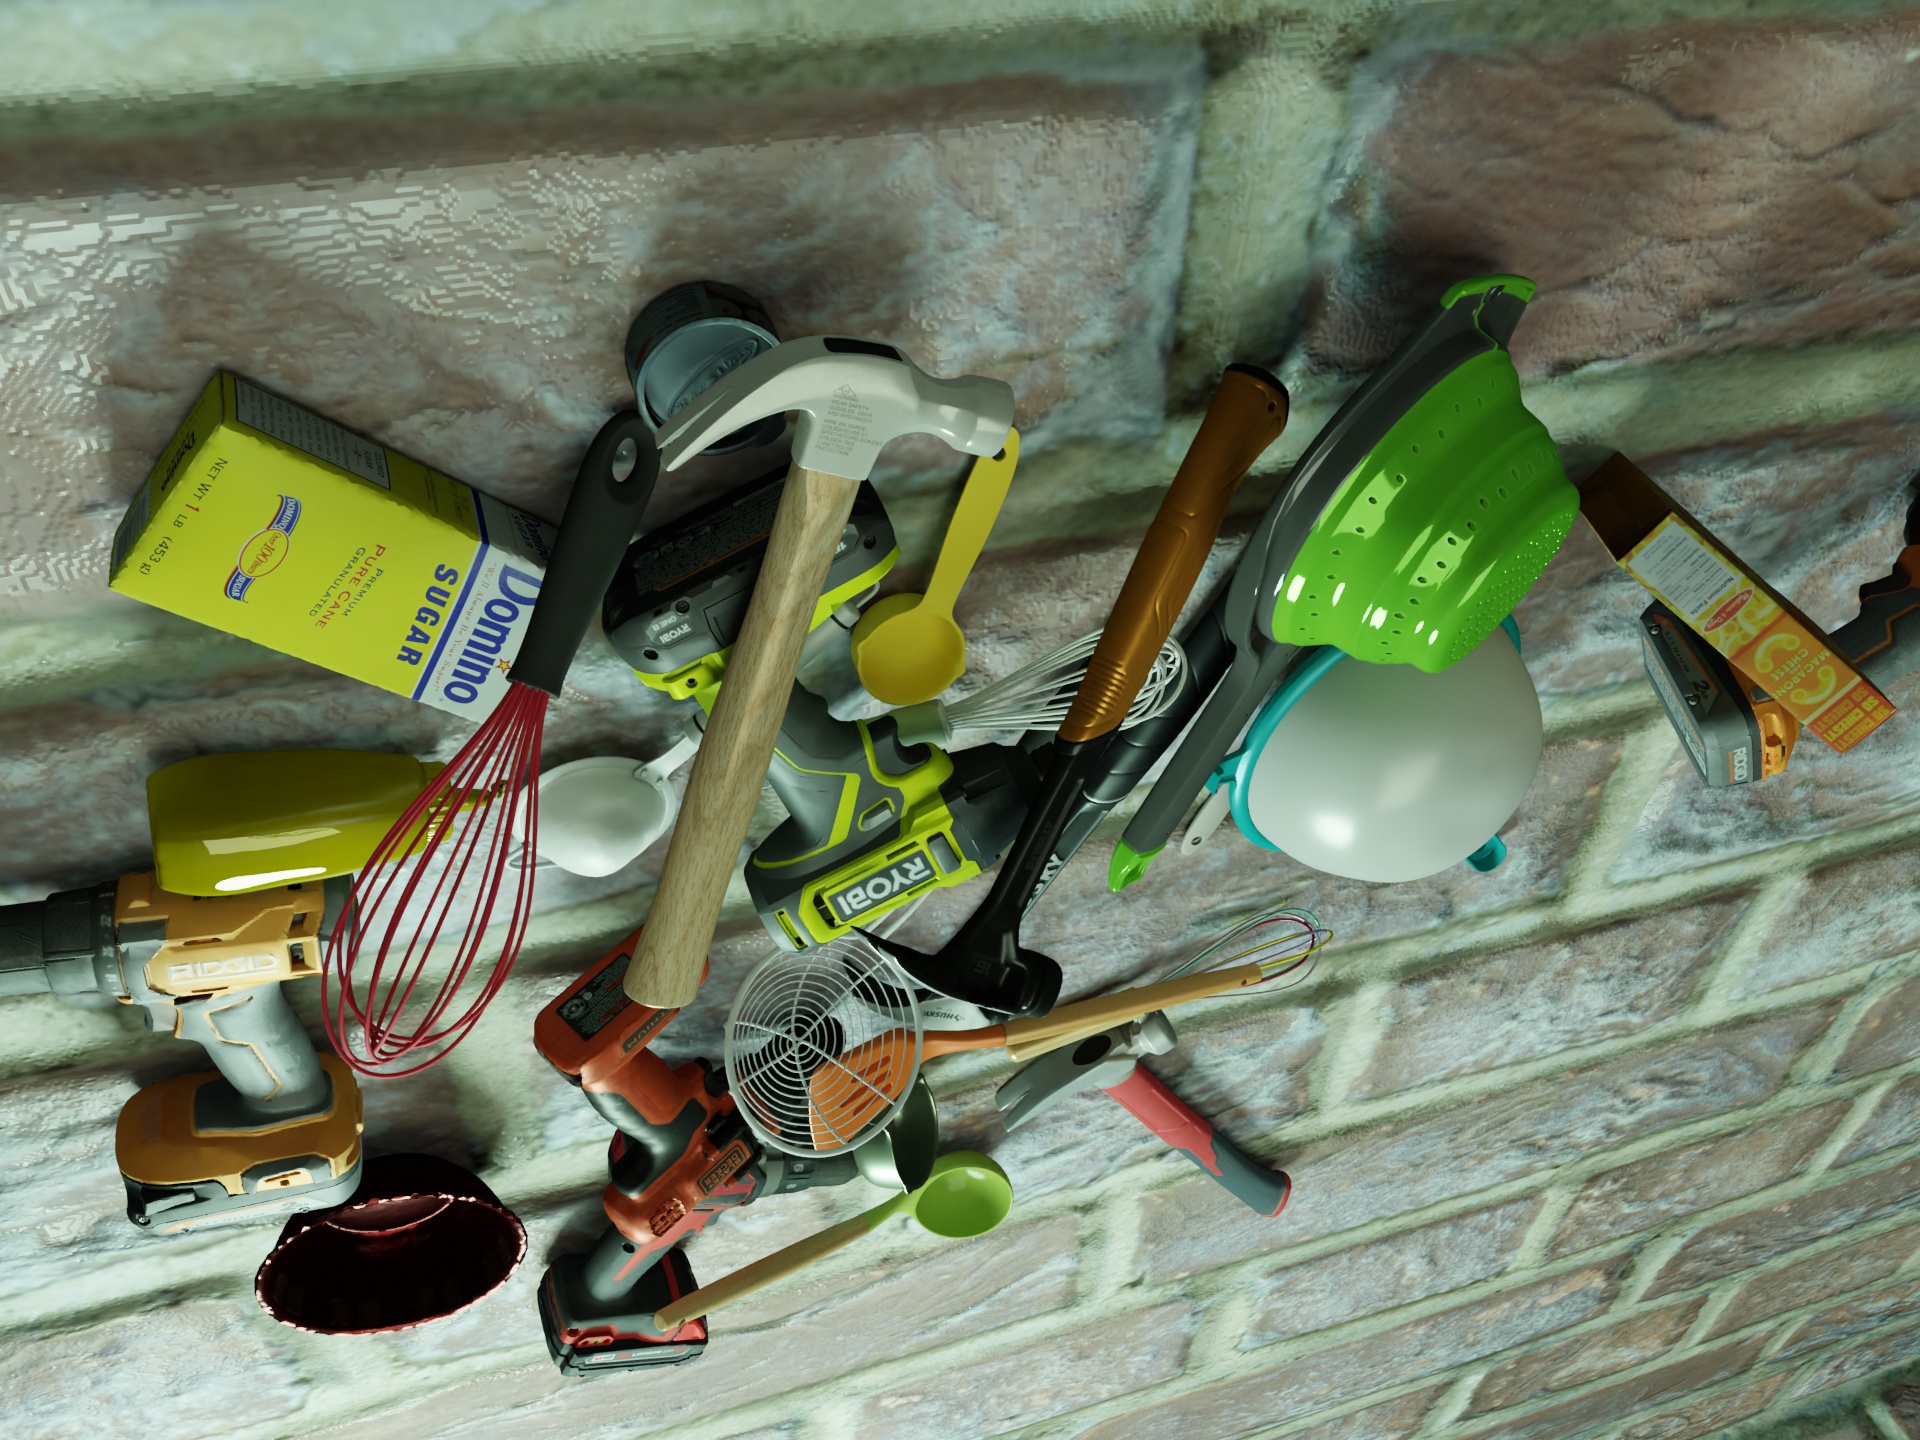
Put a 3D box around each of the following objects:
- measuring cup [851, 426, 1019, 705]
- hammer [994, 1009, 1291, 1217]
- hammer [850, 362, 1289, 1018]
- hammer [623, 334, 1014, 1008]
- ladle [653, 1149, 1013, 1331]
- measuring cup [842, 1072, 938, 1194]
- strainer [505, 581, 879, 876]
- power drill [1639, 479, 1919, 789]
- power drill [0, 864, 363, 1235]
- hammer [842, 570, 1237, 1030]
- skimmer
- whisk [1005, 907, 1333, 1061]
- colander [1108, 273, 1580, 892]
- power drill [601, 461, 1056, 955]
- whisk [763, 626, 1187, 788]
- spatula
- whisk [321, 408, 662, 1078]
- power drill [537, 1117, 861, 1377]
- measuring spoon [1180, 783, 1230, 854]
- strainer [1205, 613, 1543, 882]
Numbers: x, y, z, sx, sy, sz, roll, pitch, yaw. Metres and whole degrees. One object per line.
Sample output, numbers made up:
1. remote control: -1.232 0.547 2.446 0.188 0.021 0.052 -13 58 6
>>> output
1. measuring cup: -0.009 -0.079 0.793 0.062 0.029 0.156 12 116 -28
2. hammer: 0.172 0.342 1.289 0.143 0.038 0.385 -32 138 10
3. hammer: 0.067 -0.019 0.766 0.127 0.034 0.337 25 91 -45
4. hammer: -0.092 -0.007 0.682 0.130 0.031 0.331 9 120 -24
5. ladle: -0.079 0.371 1.114 0.320 0.062 0.078 -7 131 -50
6. measuring cup: -0.066 0.266 1.067 0.038 0.083 0.167 -7 151 25
7. strainer: -0.138 0.012 0.810 0.258 0.050 0.086 -40 138 12
8. power drill: 0.552 -0.061 0.990 0.226 0.164 0.084 -20 140 13
9. power drill: -0.400 0.165 0.812 0.185 0.084 0.226 -5 130 -20
10. hammer: 0.073 0.052 0.953 0.149 0.036 0.408 13 126 -33
11. skimmer: 0.001 0.090 0.889 0.127 0.090 0.363 32 108 -24
12. whisk: 0.147 0.190 1.120 0.245 0.047 0.051 -21 124 1
13. colander: 0.197 -0.031 0.818 0.204 0.095 0.397 -20 146 -50
14. power drill: -0.055 -0.005 0.762 0.171 0.080 0.223 -27 124 0
15. whisk: -0.001 -0.003 0.839 0.246 0.059 0.057 -14 154 4
16. spatula: 0.054 0.206 1.036 0.322 0.041 0.081 -11 126 -15
17. whisk: -0.185 0.005 0.657 0.073 0.073 0.296 29 76 -42
18. power drill: -0.180 0.355 1.111 0.187 0.080 0.226 9 125 -35
19. measuring spoon: 0.175 0.046 1.004 0.034 0.018 0.124 8 128 -31
20. strainer: 0.310 0.056 1.011 0.211 0.095 0.340 -42 139 10
